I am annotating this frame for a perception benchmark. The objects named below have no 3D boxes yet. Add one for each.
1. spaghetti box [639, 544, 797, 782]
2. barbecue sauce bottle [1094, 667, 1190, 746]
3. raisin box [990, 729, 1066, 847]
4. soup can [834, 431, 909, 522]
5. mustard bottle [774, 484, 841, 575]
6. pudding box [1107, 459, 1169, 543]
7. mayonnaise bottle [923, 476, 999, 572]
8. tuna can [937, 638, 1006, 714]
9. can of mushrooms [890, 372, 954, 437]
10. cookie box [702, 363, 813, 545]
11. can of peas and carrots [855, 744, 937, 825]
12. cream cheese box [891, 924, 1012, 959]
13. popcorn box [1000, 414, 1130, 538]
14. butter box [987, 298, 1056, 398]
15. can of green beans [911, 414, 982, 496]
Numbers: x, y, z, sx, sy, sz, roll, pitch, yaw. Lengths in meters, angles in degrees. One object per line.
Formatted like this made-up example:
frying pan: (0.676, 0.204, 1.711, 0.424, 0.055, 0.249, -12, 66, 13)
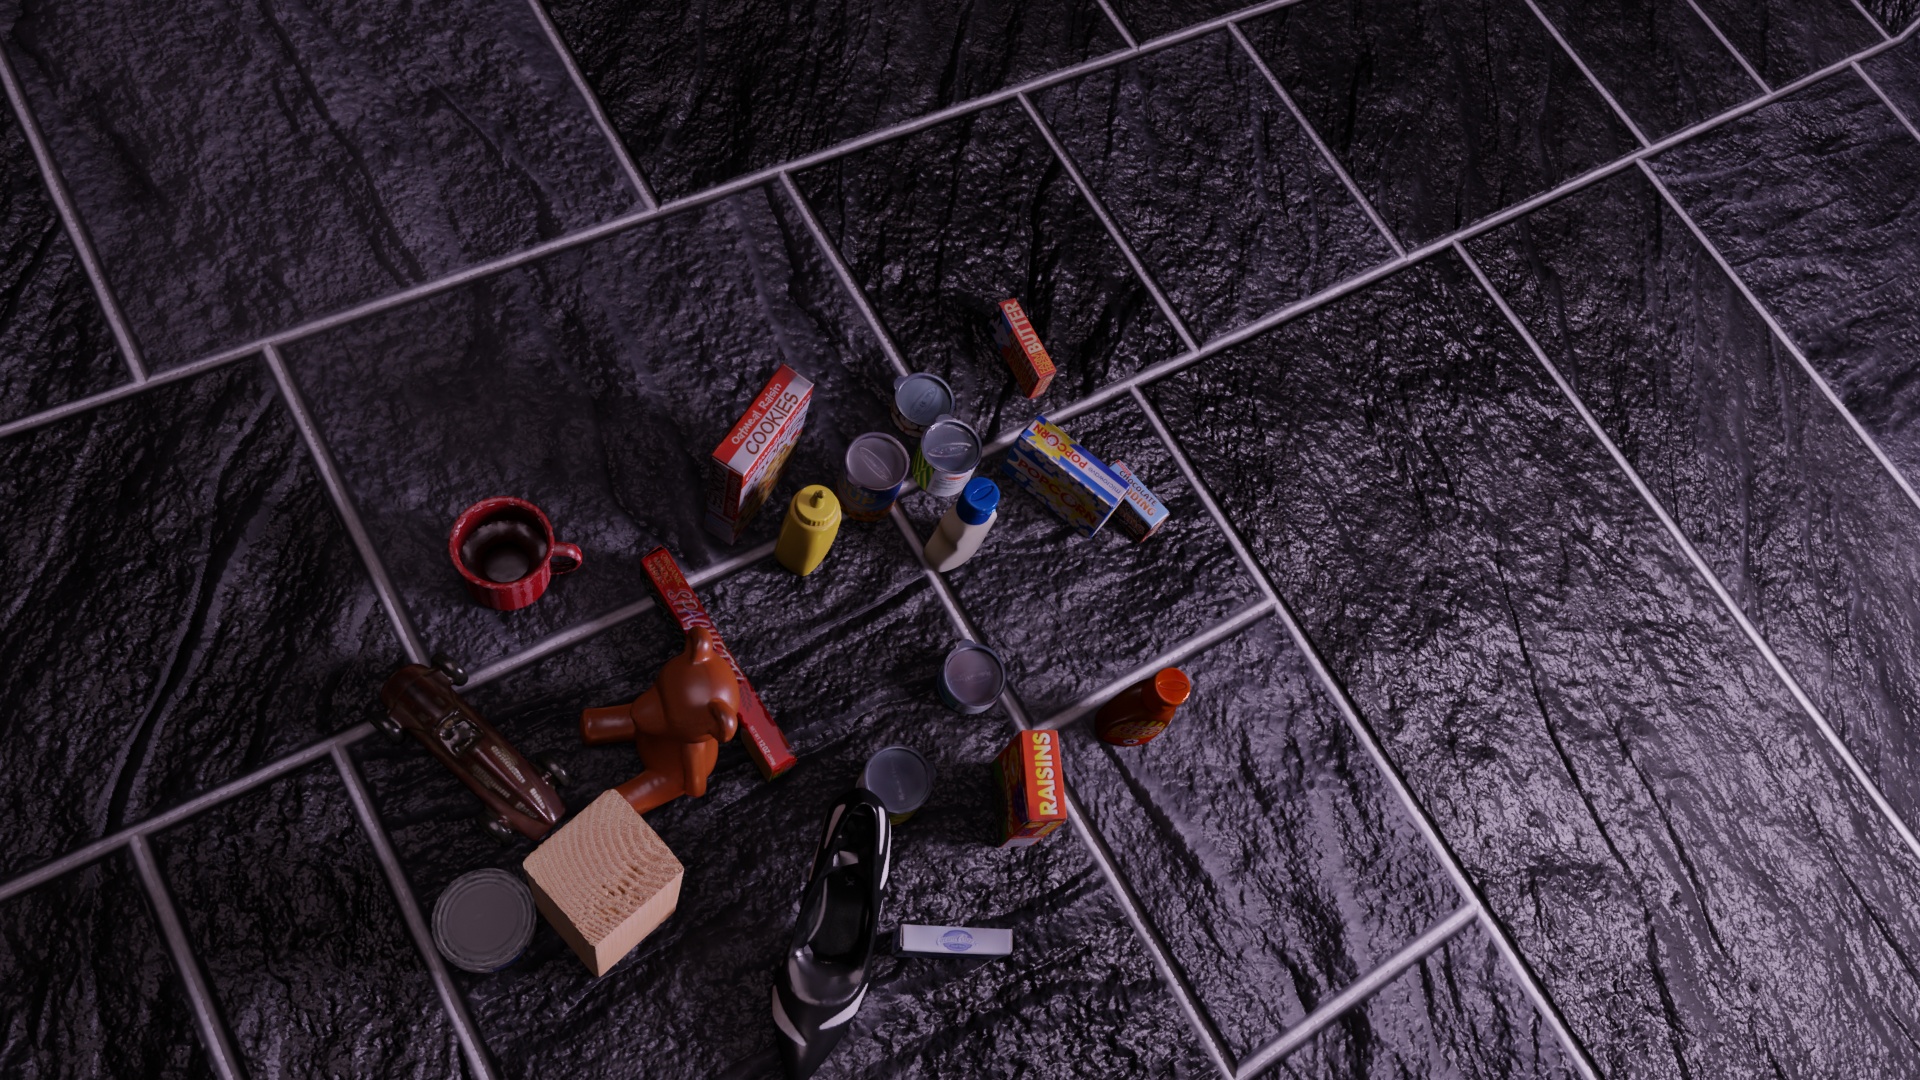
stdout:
spaghetti box: (-0.236, 0.118, 1.337, 0.029, 0.050, 0.250, -29, 76, -23)
barbecue sauce bottle: (0.182, 0.163, 1.363, 0.065, 0.148, 0.044, 5, 66, -12)
raisin box: (0.062, 0.236, 1.316, 0.040, 0.123, 0.086, 1, 67, -13)
soup can: (-0.095, -0.063, 1.433, 0.071, 0.083, 0.071, 5, 66, -11)
mustard bottle: (-0.146, -0.018, 1.358, 0.049, 0.159, 0.065, 32, 64, 2)
pudding box: (0.184, -0.042, 1.510, 0.030, 0.049, 0.084, -37, 79, -25)
mayonnaise bottle: (0.005, -0.018, 1.401, 0.065, 0.147, 0.041, -32, 78, -24)
tuna can: (0.010, 0.137, 1.397, 0.071, 0.032, 0.071, 5, 66, -11)
can of mushrooms: (-0.043, -0.148, 1.511, 0.071, 0.033, 0.071, 5, 66, -11)
cookie box: (-0.202, -0.083, 1.369, 0.040, 0.166, 0.123, 32, 63, 1)
can of peas and carrots: (-0.062, 0.232, 1.323, 0.071, 0.058, 0.071, 5, 66, -11)
cream cheese box: (-0.009, 0.370, 1.278, 0.104, 0.053, 0.024, 6, 66, -11)
popcorn box: (0.111, -0.067, 1.484, 0.127, 0.085, 0.038, 39, 64, 5)
butter box: (0.069, -0.215, 1.557, 0.024, 0.053, 0.103, -22, 73, -21)
can of green beans: (-0.015, -0.088, 1.478, 0.071, 0.057, 0.071, 5, 66, -11)
